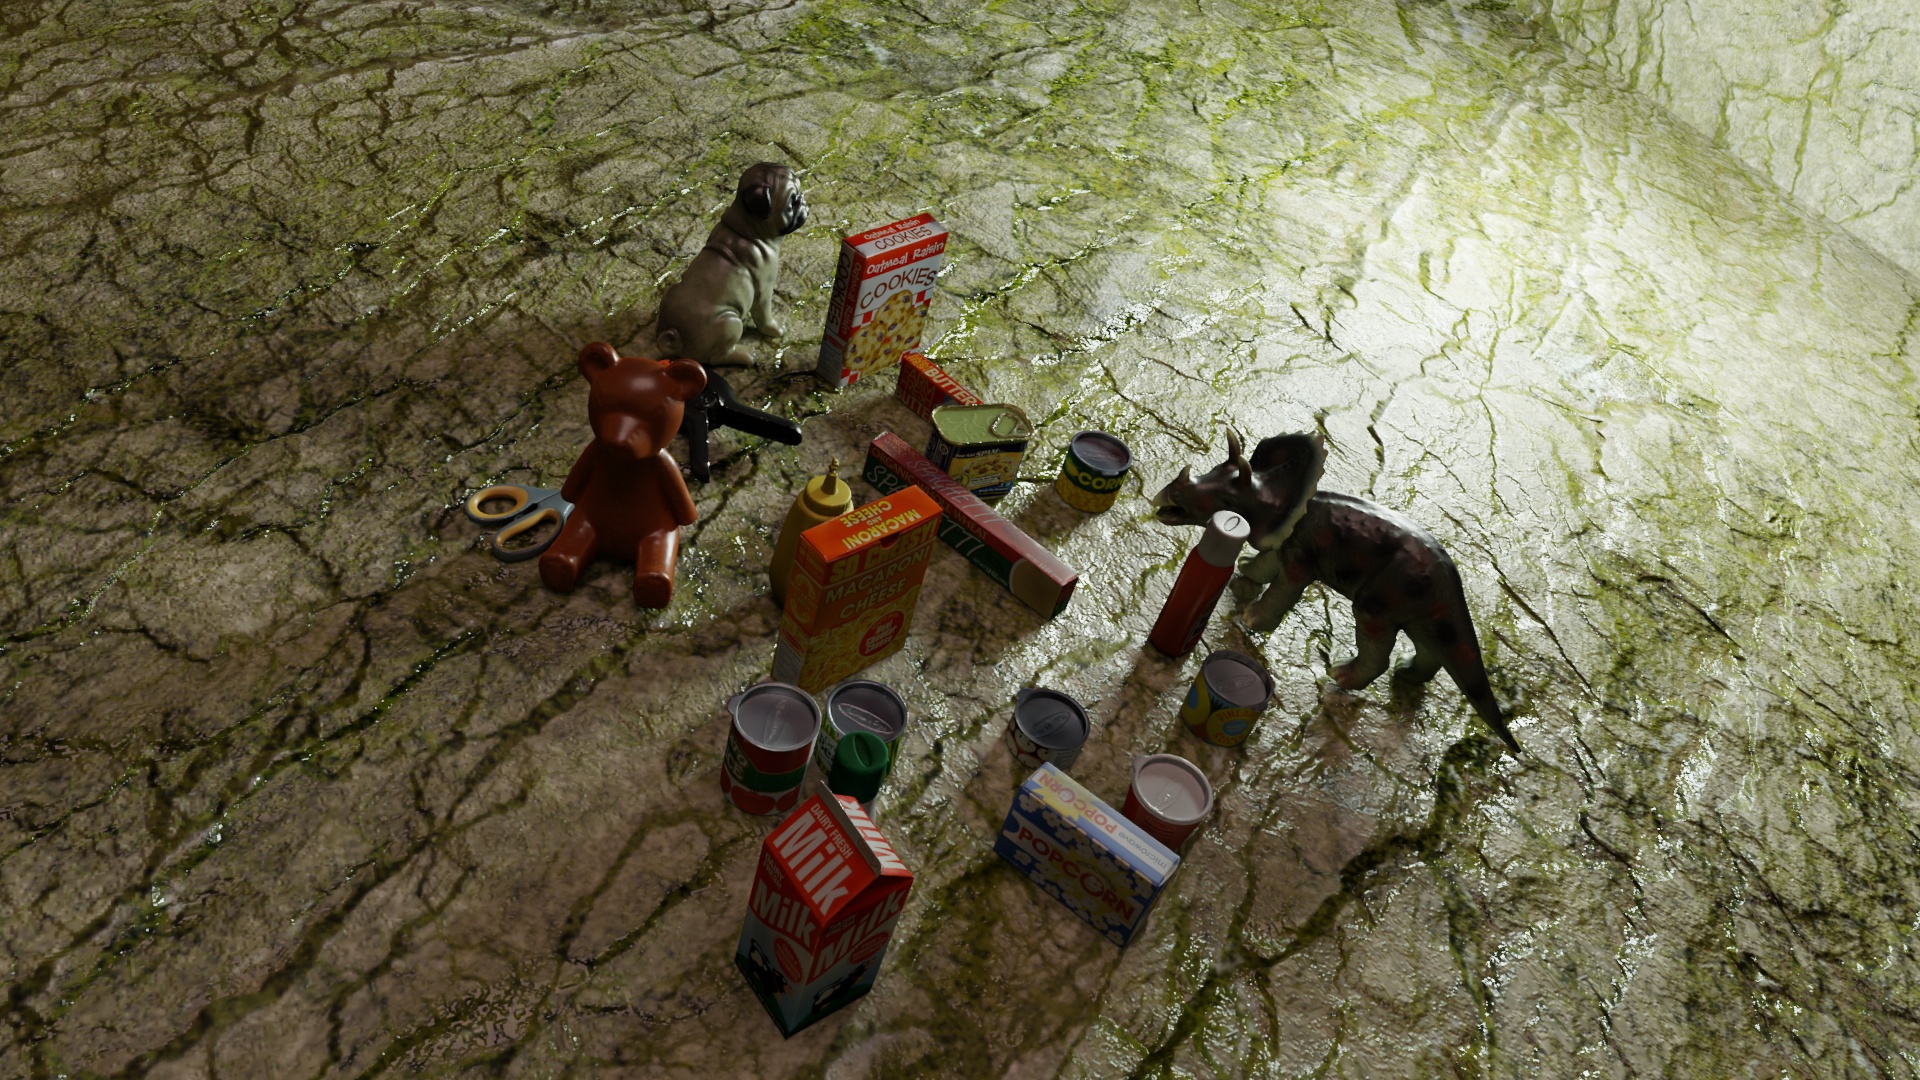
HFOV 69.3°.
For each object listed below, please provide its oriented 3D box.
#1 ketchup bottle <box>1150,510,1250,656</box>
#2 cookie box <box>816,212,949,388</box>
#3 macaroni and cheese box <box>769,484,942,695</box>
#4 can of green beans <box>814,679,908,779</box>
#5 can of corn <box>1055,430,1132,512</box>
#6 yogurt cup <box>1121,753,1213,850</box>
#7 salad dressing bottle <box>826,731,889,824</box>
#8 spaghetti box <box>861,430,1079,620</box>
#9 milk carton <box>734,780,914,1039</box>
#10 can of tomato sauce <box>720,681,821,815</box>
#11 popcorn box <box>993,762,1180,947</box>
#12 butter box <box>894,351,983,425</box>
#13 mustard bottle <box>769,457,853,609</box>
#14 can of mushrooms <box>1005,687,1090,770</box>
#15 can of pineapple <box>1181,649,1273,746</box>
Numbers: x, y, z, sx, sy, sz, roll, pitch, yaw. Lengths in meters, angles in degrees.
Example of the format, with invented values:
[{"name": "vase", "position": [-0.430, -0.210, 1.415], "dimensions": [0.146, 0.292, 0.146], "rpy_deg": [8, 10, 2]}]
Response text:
[{"name": "ketchup bottle", "position": [0.221, 0.038, 1.271], "dimensions": [0.043, 0.148, 0.065], "rpy_deg": [33, 43, 17]}, {"name": "cookie box", "position": [-0.084, -0.255, 1.472], "dimensions": [0.040, 0.166, 0.123], "rpy_deg": [40, 46, 23]}, {"name": "macaroni and cheese box", "position": [-0.086, 0.045, 1.143], "dimensions": [0.124, 0.165, 0.040], "rpy_deg": [-25, 56, -38]}, {"name": "can of green beans", "position": [-0.080, 0.154, 1.107], "dimensions": [0.071, 0.057, 0.071], "rpy_deg": [10, 41, -9]}, {"name": "can of corn", "position": [0.137, -0.069, 1.428], "dimensions": [0.071, 0.058, 0.071], "rpy_deg": [10, 41, -9]}, {"name": "yogurt cup", "position": [0.164, 0.216, 1.127], "dimensions": [0.072, 0.053, 0.073], "rpy_deg": [10, 41, -9]}, {"name": "salad dressing bottle", "position": [-0.083, 0.195, 0.993], "dimensions": [0.044, 0.146, 0.064], "rpy_deg": [-4, 45, -23]}, {"name": "spaghetti box", "position": [0.005, -0.017, 1.330], "dimensions": [0.250, 0.049, 0.029], "rpy_deg": [38, 45, 21]}, {"name": "milk carton", "position": [-0.089, 0.238, 0.911], "dimensions": [0.074, 0.189, 0.072], "rpy_deg": [-20, 53, -35]}, {"name": "can of tomato sauce", "position": [-0.148, 0.159, 1.059], "dimensions": [0.071, 0.082, 0.071], "rpy_deg": [10, 41, -9]}, {"name": "popcorn box", "position": [0.094, 0.238, 1.054], "dimensions": [0.127, 0.084, 0.038], "rpy_deg": [34, 44, 18]}, {"name": "butter box", "position": [-0.024, -0.149, 1.464], "dimensions": [0.104, 0.052, 0.024], "rpy_deg": [40, 46, 24]}, {"name": "mustard bottle", "position": [-0.123, -0.006, 1.191], "dimensions": [0.065, 0.159, 0.049], "rpy_deg": [-15, 51, -32]}, {"name": "can of mushrooms", "position": [0.072, 0.159, 1.173], "dimensions": [0.071, 0.033, 0.071], "rpy_deg": [10, 42, -9]}, {"name": "can of pineapple", "position": [0.236, 0.142, 1.231], "dimensions": [0.071, 0.057, 0.071], "rpy_deg": [10, 41, -9]}]
